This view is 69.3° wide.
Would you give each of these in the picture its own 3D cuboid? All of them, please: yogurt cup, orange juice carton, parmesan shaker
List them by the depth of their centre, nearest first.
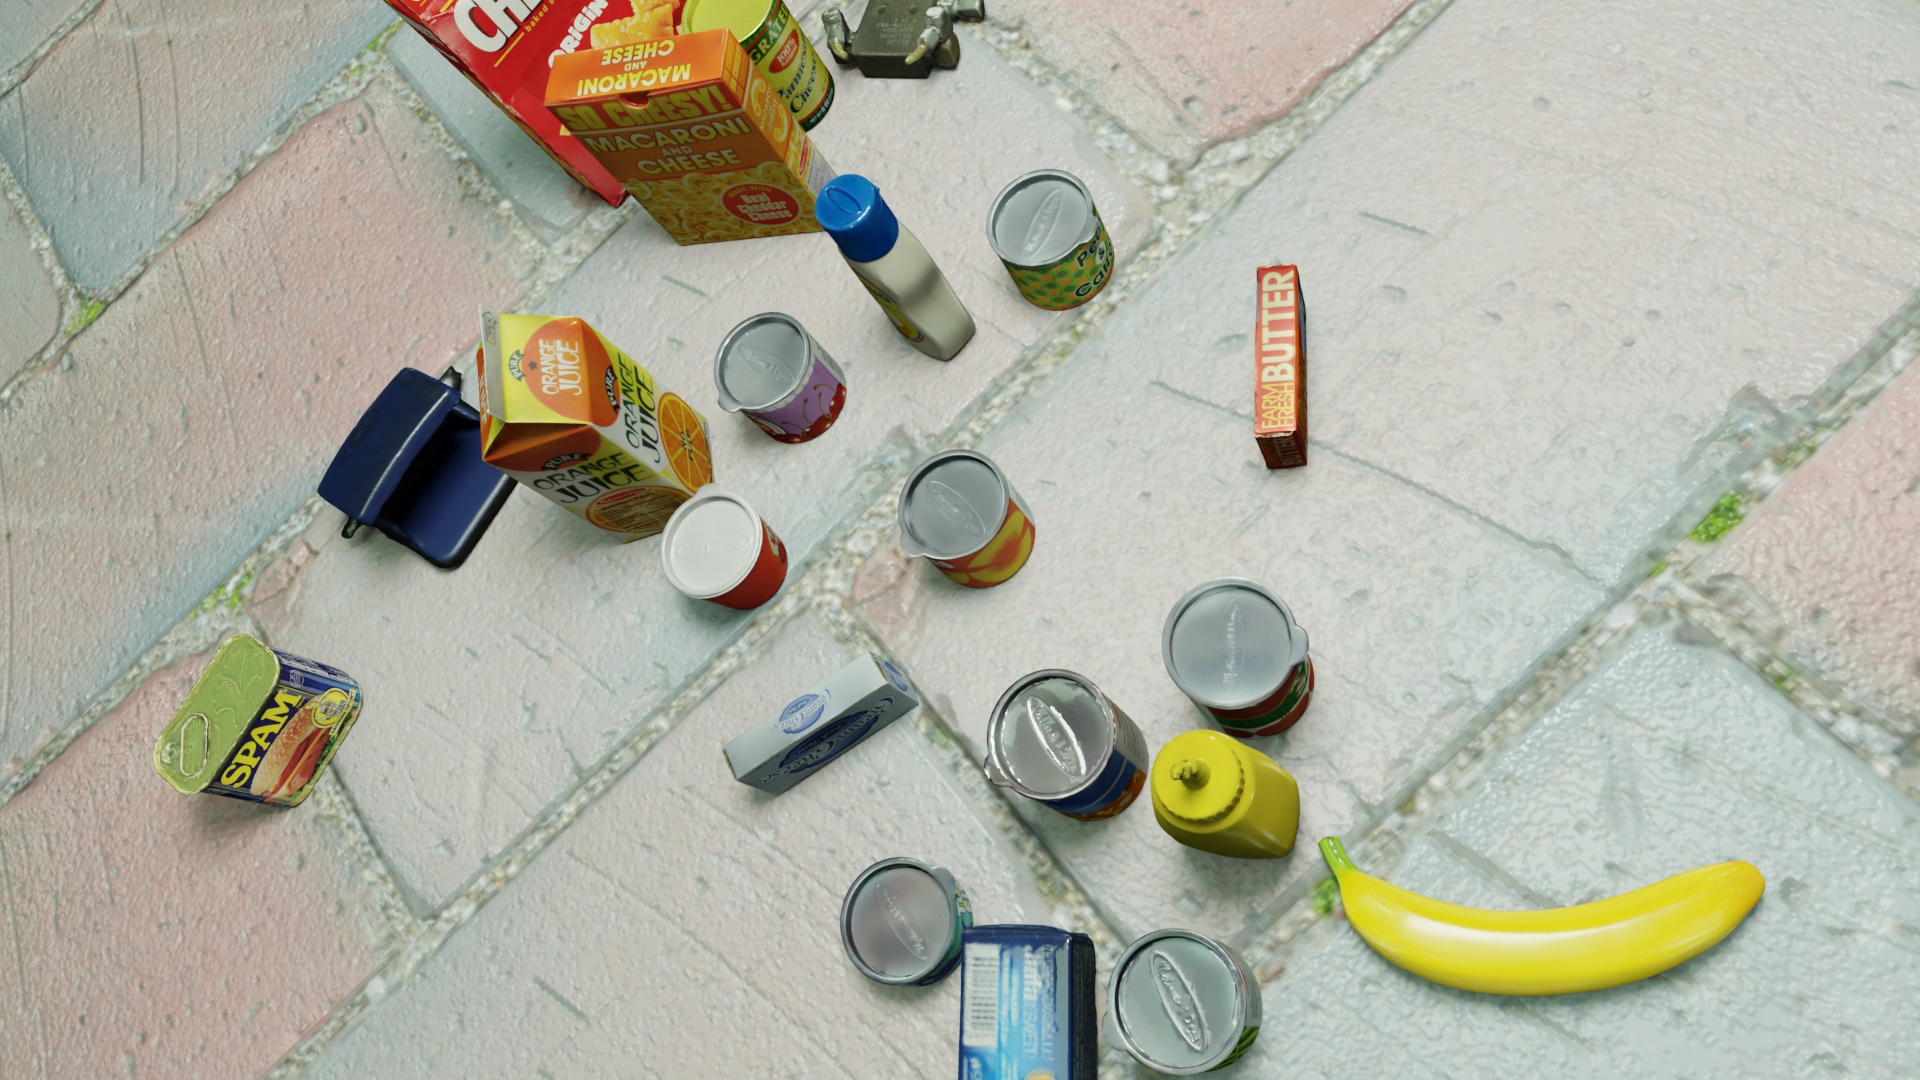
[{"bbox_3d":[-0.224,-0.068,0.829,0.073,0.192,0.072,-17,66,14],"label":"orange juice carton"},{"bbox_3d":[-0.141,0.009,0.849,0.072,0.054,0.072,-7,69,18],"label":"yogurt cup"},{"bbox_3d":[-0.133,-0.332,0.944,0.071,0.103,0.071,-7,69,18],"label":"parmesan shaker"}]

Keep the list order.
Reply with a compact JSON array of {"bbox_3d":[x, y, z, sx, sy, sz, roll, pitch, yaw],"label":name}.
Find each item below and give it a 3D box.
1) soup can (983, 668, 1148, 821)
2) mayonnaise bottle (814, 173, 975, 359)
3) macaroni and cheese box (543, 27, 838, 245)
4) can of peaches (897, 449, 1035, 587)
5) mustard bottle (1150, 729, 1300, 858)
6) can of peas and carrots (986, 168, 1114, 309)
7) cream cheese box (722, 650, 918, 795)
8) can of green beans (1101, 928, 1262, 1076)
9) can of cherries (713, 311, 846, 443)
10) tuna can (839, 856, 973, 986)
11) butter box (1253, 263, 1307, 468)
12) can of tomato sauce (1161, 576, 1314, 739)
[{"bbox_3d":[0.055,0.110,0.724,0.071,0.083,0.071,-7,69,18],"label":"soup can"},{"bbox_3d":[-0.040,-0.162,0.822,0.065,0.148,0.041,40,88,27],"label":"mayonnaise bottle"},{"bbox_3d":[-0.165,-0.252,0.890,0.123,0.166,0.040,-2,71,20],"label":"macaroni and cheese box"},{"bbox_3d":[0.003,-0.010,0.801,0.071,0.058,0.071,-7,69,18],"label":"can of peaches"},{"bbox_3d":[0.121,0.119,0.654,0.065,0.160,0.049,3,72,21],"label":"mustard bottle"},{"bbox_3d":[0.058,-0.181,0.844,0.071,0.058,0.071,-7,69,18],"label":"can of peas and carrots"},{"bbox_3d":[-0.078,0.105,0.791,0.104,0.053,0.024,-34,64,6],"label":"cream cheese box"},{"bbox_3d":[0.110,0.225,0.676,0.071,0.057,0.071,-7,69,18],"label":"can of green beans"},{"bbox_3d":[-0.115,-0.100,0.877,0.071,0.058,0.072,-7,69,18],"label":"can of cherries"},{"bbox_3d":[-0.026,0.204,0.747,0.071,0.032,0.071,-7,69,18],"label":"tuna can"},{"bbox_3d":[0.179,-0.096,0.772,0.024,0.053,0.104,-2,70,19],"label":"butter box"},{"bbox_3d":[0.145,0.062,0.709,0.071,0.083,0.071,-7,69,18],"label":"can of tomato sauce"}]
